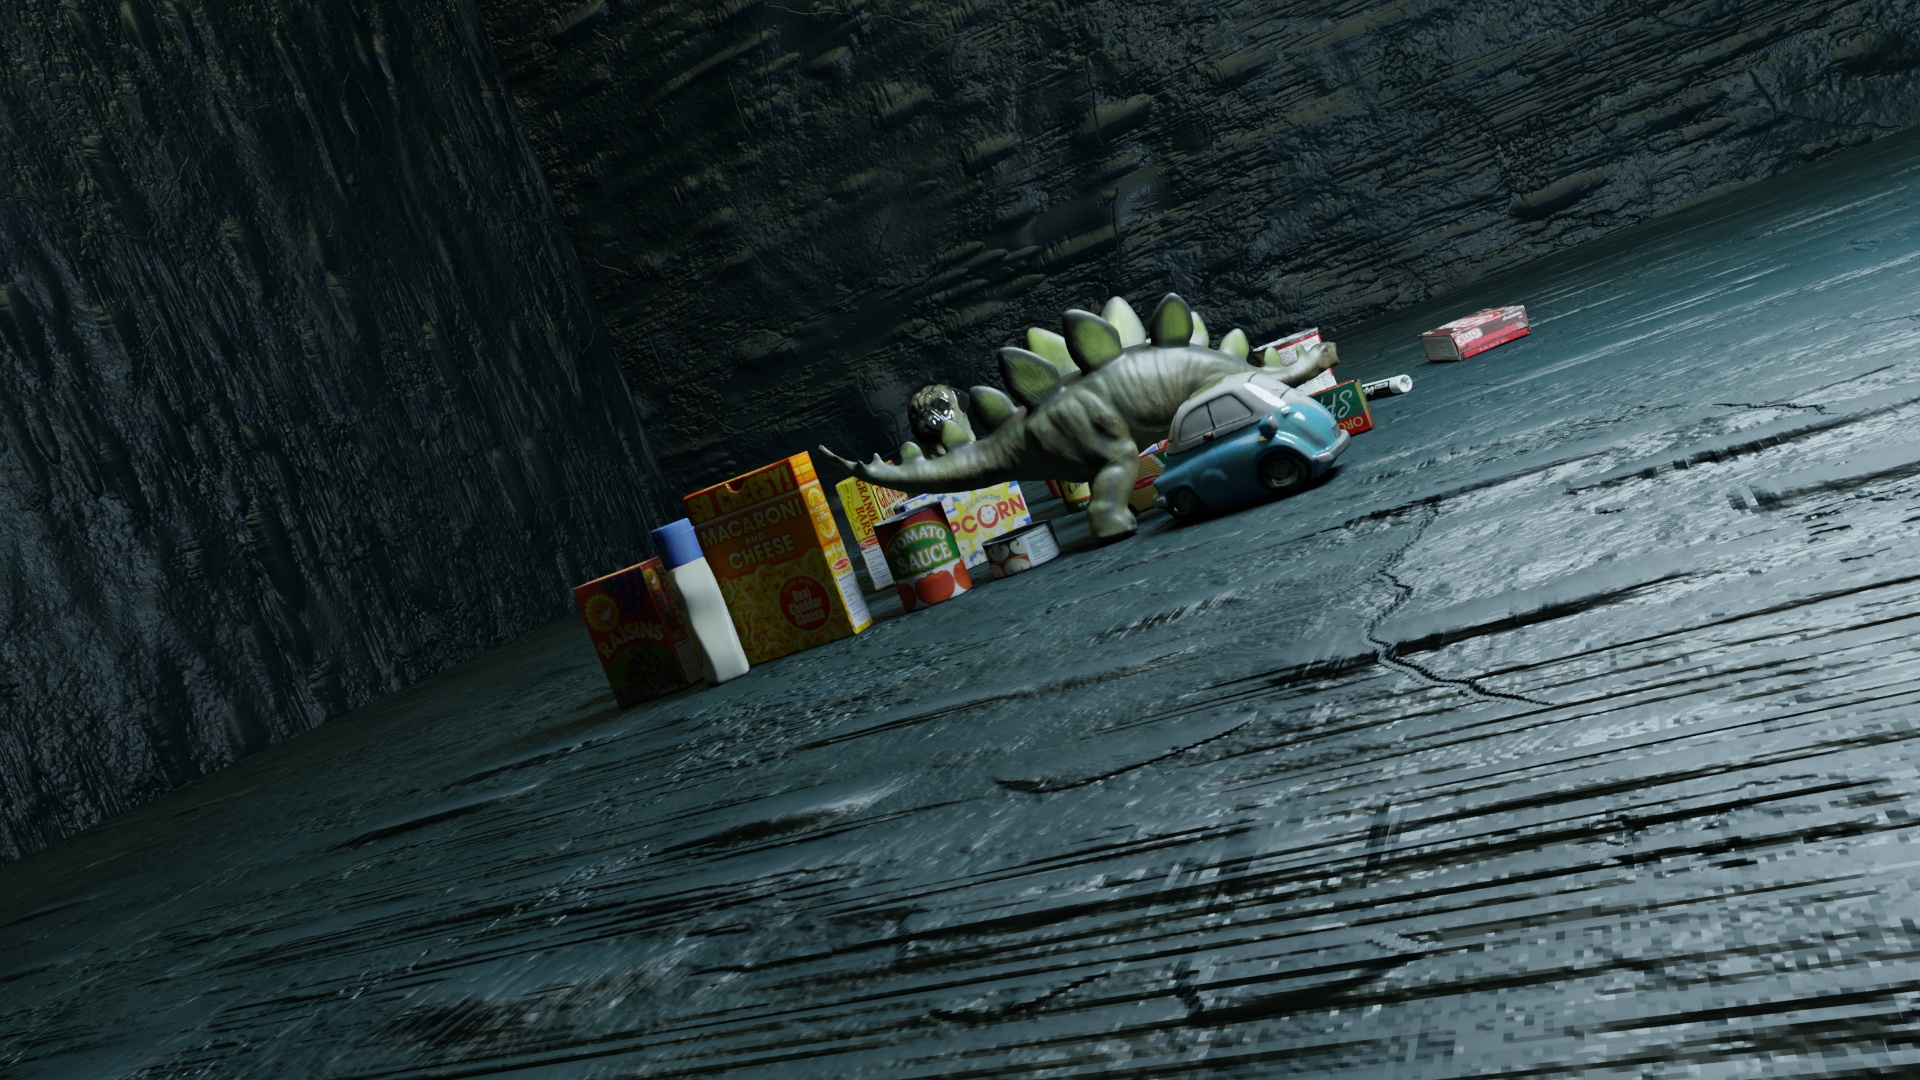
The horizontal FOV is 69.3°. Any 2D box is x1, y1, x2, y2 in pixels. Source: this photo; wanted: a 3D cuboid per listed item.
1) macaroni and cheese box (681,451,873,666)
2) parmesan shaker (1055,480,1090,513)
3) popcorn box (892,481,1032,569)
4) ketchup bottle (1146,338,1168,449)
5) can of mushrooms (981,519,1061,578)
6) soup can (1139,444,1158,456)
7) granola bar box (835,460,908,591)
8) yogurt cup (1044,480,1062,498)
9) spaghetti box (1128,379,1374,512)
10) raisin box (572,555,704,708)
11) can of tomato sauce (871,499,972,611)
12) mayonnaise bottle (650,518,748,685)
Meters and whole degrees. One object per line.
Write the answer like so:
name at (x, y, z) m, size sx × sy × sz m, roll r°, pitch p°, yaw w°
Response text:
macaroni and cheese box at (-0.165, 0.018, 1.250) m, size 0.123 × 0.166 × 0.040 m, roll -18°, pitch 5°, yaw 25°
parmesan shaker at (0.134, -0.090, 1.534) m, size 0.071 × 0.103 × 0.071 m, roll -21°, pitch 5°, yaw 2°
popcorn box at (0.005, -0.018, 1.398) m, size 0.127 × 0.085 × 0.038 m, roll -23°, pitch 5°, yaw -21°
ketchup bottle at (0.245, -0.173, 1.698) m, size 0.065 × 0.148 × 0.043 m, roll -21°, pitch 5°, yaw -1°
can of mushrooms at (0.053, 0.008, 1.242) m, size 0.071 × 0.033 × 0.071 m, roll -21°, pitch 5°, yaw 2°
soup can at (0.165, -0.076, 1.385) m, size 0.071 × 0.083 × 0.071 m, roll -21°, pitch 5°, yaw 2°
granola bar box at (-0.084, -0.020, 1.546) m, size 0.039 × 0.124 × 0.166 m, roll -20°, pitch 5°, yaw 9°
yogurt cup at (0.136, -0.088, 1.772) m, size 0.072 × 0.054 × 0.072 m, roll -21°, pitch 5°, yaw 2°
spaghetti box at (0.260, -0.086, 1.306) m, size 0.250 × 0.050 × 0.029 m, roll -20°, pitch 5°, yaw 8°
raisin box at (-0.301, 0.087, 1.308) m, size 0.086 × 0.123 × 0.040 m, roll -19°, pitch 5°, yaw 24°
can of tomato sauce at (-0.033, 0.014, 1.239) m, size 0.071 × 0.083 × 0.071 m, roll -21°, pitch 5°, yaw 2°
mayonnaise bottle at (-0.234, 0.055, 1.243) m, size 0.041 × 0.148 × 0.064 m, roll -22°, pitch 5°, yaw -17°
